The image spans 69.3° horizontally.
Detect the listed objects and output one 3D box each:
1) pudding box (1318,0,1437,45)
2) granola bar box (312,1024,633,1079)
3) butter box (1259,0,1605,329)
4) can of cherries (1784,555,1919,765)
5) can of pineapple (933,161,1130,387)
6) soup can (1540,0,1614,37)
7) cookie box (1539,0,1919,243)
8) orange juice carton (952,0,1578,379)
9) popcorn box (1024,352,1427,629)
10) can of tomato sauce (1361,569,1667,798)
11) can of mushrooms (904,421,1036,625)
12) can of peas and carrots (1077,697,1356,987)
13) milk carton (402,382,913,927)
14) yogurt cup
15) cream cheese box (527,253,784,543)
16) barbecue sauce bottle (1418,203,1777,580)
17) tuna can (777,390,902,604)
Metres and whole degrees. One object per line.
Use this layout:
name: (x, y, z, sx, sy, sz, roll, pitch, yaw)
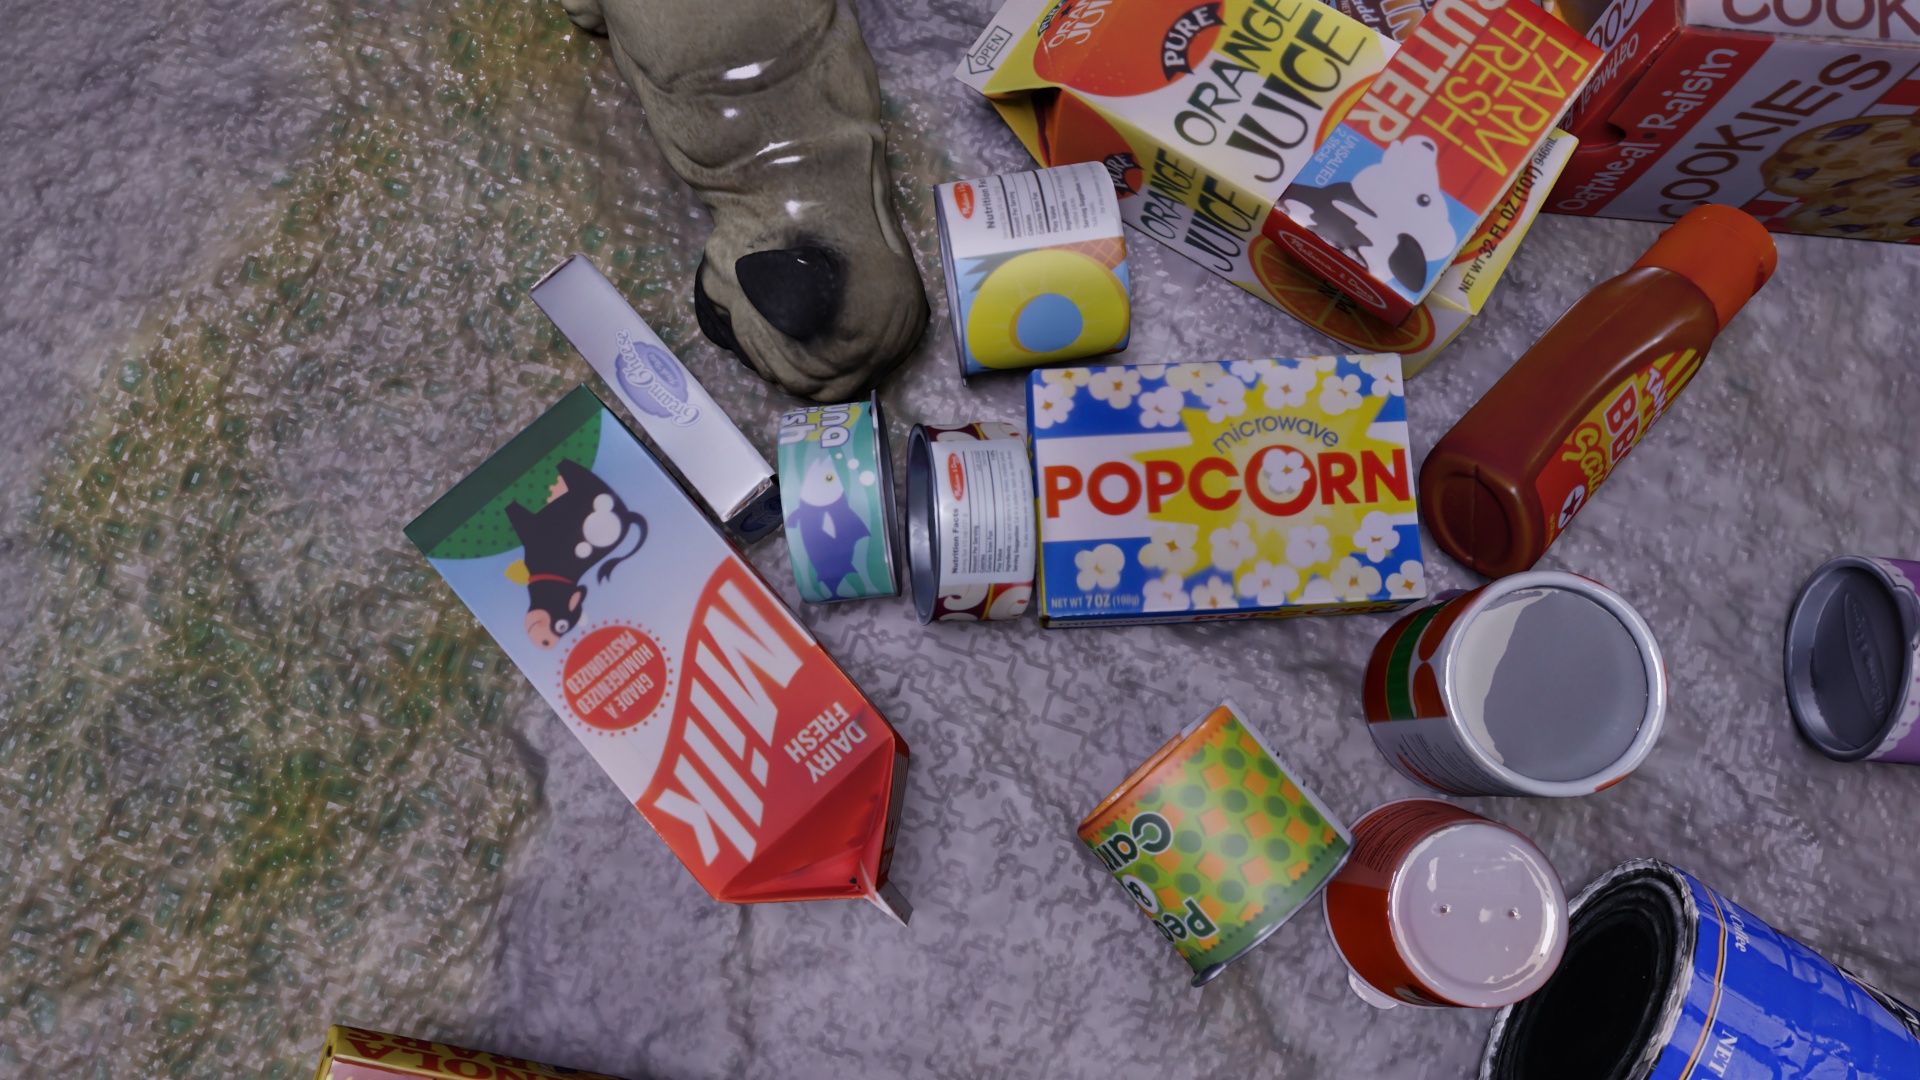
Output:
pudding box: (0.156, -0.199, 0.510, 0.050, 0.030, 0.084, -7, 79, -1)
granola bar box: (-0.117, 0.220, 0.398, 0.165, 0.039, 0.124, 19, 79, -19)
butter box: (0.143, -0.120, 0.421, 0.053, 0.024, 0.103, 37, 82, 7)
can of cherries: (0.310, 0.039, 0.440, 0.058, 0.071, 0.071, 5, 80, 2)
can of pineapple: (0.024, -0.091, 0.474, 0.058, 0.071, 0.071, -9, 79, -1)
soup can: (0.256, -0.215, 0.492, 0.071, 0.071, 0.084, 39, 83, 7)
cookie box: (0.286, -0.141, 0.449, 0.167, 0.122, 0.040, 5, 79, 2)
orange juice carton: (0.097, -0.141, 0.478, 0.193, 0.073, 0.072, 31, 82, 7)
popcorn box: (0.087, -0.016, 0.471, 0.127, 0.038, 0.085, -3, 79, 0)
can of tomato sauce: (0.170, 0.045, 0.435, 0.071, 0.083, 0.071, 0, 80, 1)
can of mushrooms: (0.002, -0.006, 0.457, 0.033, 0.071, 0.071, -3, 79, -10)
can of peas and carrots: (0.077, 0.093, 0.435, 0.071, 0.071, 0.059, -40, 80, -6)
milk carton: (-0.080, 0.048, 0.444, 0.073, 0.072, 0.191, -42, 81, -7)
yogurt cup: (0.154, 0.115, 0.437, 0.072, 0.054, 0.072, 0, 79, 0)
cream cheese box: (-0.099, -0.047, 0.472, 0.024, 0.053, 0.104, -41, 81, -4)
barbecue sauce bottle: (0.216, -0.055, 0.467, 0.149, 0.064, 0.044, -43, 53, -16)
tuna can: (-0.039, -0.014, 0.457, 0.033, 0.071, 0.071, -6, 79, 0)
